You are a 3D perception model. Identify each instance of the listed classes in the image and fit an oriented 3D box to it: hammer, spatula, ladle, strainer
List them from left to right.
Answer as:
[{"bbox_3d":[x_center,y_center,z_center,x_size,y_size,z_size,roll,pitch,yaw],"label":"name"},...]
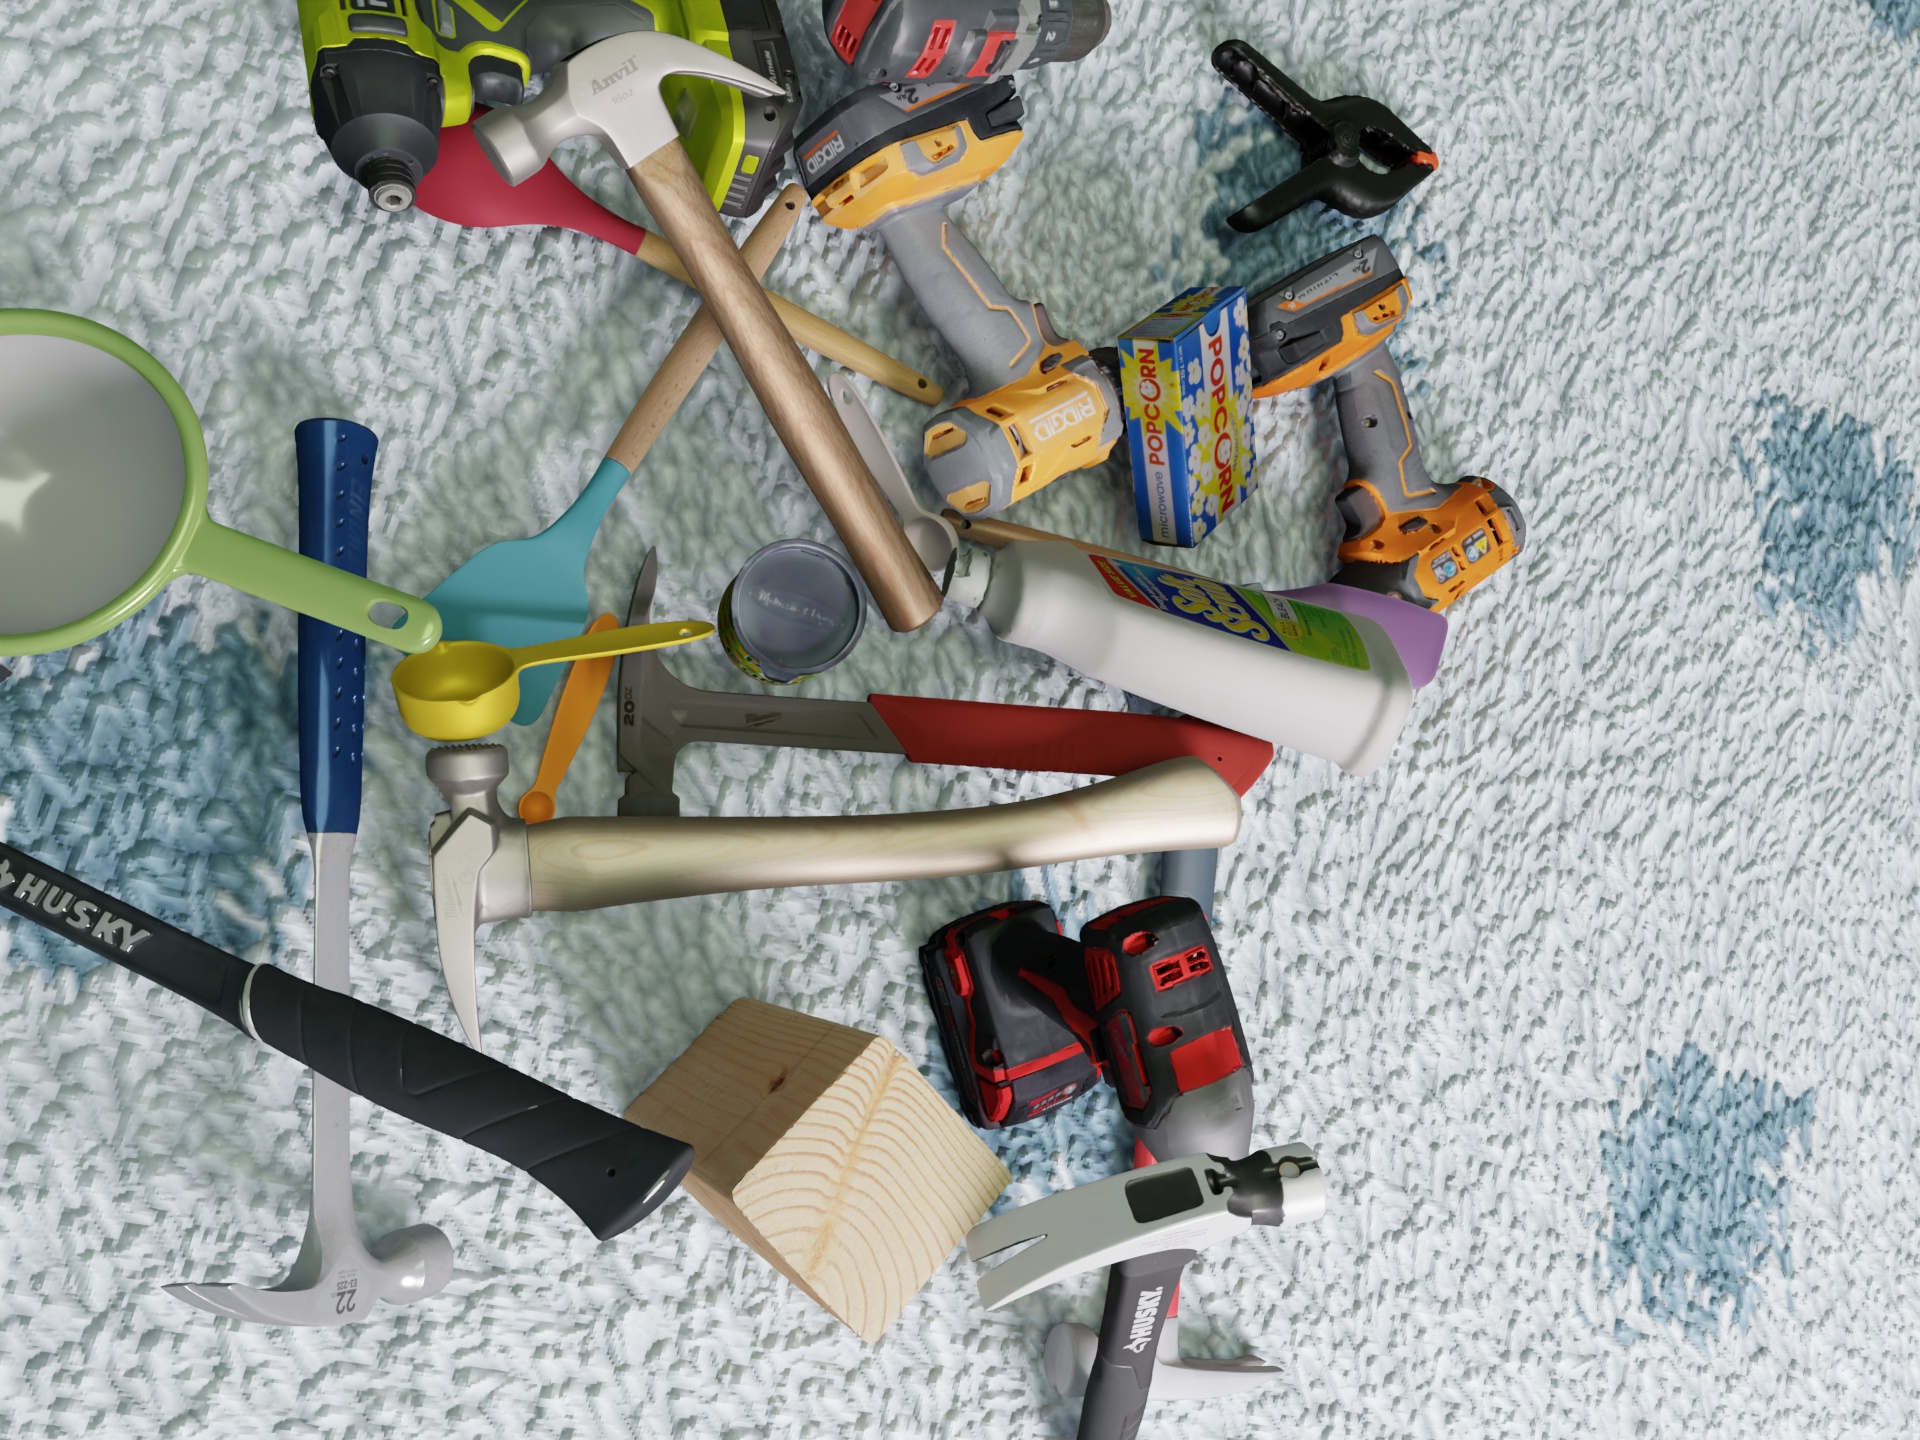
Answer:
[{"bbox_3d":[-0.348,-0.077,0.693,0.256,0.069,0.151,20,77,-6],"label":"strainer"},{"bbox_3d":[-0.293,0.100,0.636,0.409,0.036,0.149,22,74,10],"label":"hammer"},{"bbox_3d":[-0.286,0.062,0.715,0.035,0.144,0.406,-7,80,19],"label":"hammer"},{"bbox_3d":[-0.165,-0.149,0.809,0.082,0.044,0.317,35,73,-20],"label":"spatula"},{"bbox_3d":[-0.146,-0.238,0.840,0.315,0.031,0.069,23,73,-22],"label":"ladle"},{"bbox_3d":[-0.092,-0.179,0.790,0.130,0.031,0.331,-38,123,-11],"label":"hammer"},{"bbox_3d":[-0.050,0.073,0.800,0.410,0.038,0.146,-3,93,-17],"label":"hammer"},{"bbox_3d":[-0.001,-0.003,0.854,0.359,0.037,0.149,4,84,-16],"label":"hammer"},{"bbox_3d":[0.073,0.305,0.759,0.146,0.334,0.035,-9,47,-10],"label":"hammer"},{"bbox_3d":[0.136,0.188,0.919,0.143,0.038,0.386,10,81,-24],"label":"hammer"},{"bbox_3d":[0.138,-0.074,0.925,0.315,0.018,0.060,15,94,-11],"label":"spatula"}]

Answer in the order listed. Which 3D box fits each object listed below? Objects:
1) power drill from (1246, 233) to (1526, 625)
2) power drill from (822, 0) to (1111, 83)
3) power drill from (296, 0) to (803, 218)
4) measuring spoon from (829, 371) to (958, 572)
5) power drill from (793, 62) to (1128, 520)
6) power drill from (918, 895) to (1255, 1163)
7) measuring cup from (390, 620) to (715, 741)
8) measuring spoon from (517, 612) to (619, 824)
[{"bbox_3d":[0.239,-0.160,0.974,0.164,0.084,0.226,-34,103,-21],"label":"power drill"},{"bbox_3d":[-0.036,-0.418,0.825,0.188,0.080,0.227,-24,70,-44],"label":"power drill"},{"bbox_3d":[-0.199,-0.313,0.772,0.223,0.080,0.171,-5,67,-26],"label":"power drill"},{"bbox_3d":[-0.036,-0.139,0.880,0.018,0.034,0.124,-33,94,-45],"label":"measuring spoon"},{"bbox_3d":[0.027,-0.245,0.885,0.185,0.084,0.226,-32,102,-34],"label":"power drill"},{"bbox_3d":[0.066,0.159,0.790,0.078,0.220,0.143,-17,92,-24],"label":"power drill"},{"bbox_3d":[-0.192,-0.022,0.768,0.156,0.062,0.029,-13,125,-26],"label":"measuring cup"},{"bbox_3d":[-0.198,-0.001,0.804,0.021,0.011,0.117,30,70,-38],"label":"measuring spoon"}]
